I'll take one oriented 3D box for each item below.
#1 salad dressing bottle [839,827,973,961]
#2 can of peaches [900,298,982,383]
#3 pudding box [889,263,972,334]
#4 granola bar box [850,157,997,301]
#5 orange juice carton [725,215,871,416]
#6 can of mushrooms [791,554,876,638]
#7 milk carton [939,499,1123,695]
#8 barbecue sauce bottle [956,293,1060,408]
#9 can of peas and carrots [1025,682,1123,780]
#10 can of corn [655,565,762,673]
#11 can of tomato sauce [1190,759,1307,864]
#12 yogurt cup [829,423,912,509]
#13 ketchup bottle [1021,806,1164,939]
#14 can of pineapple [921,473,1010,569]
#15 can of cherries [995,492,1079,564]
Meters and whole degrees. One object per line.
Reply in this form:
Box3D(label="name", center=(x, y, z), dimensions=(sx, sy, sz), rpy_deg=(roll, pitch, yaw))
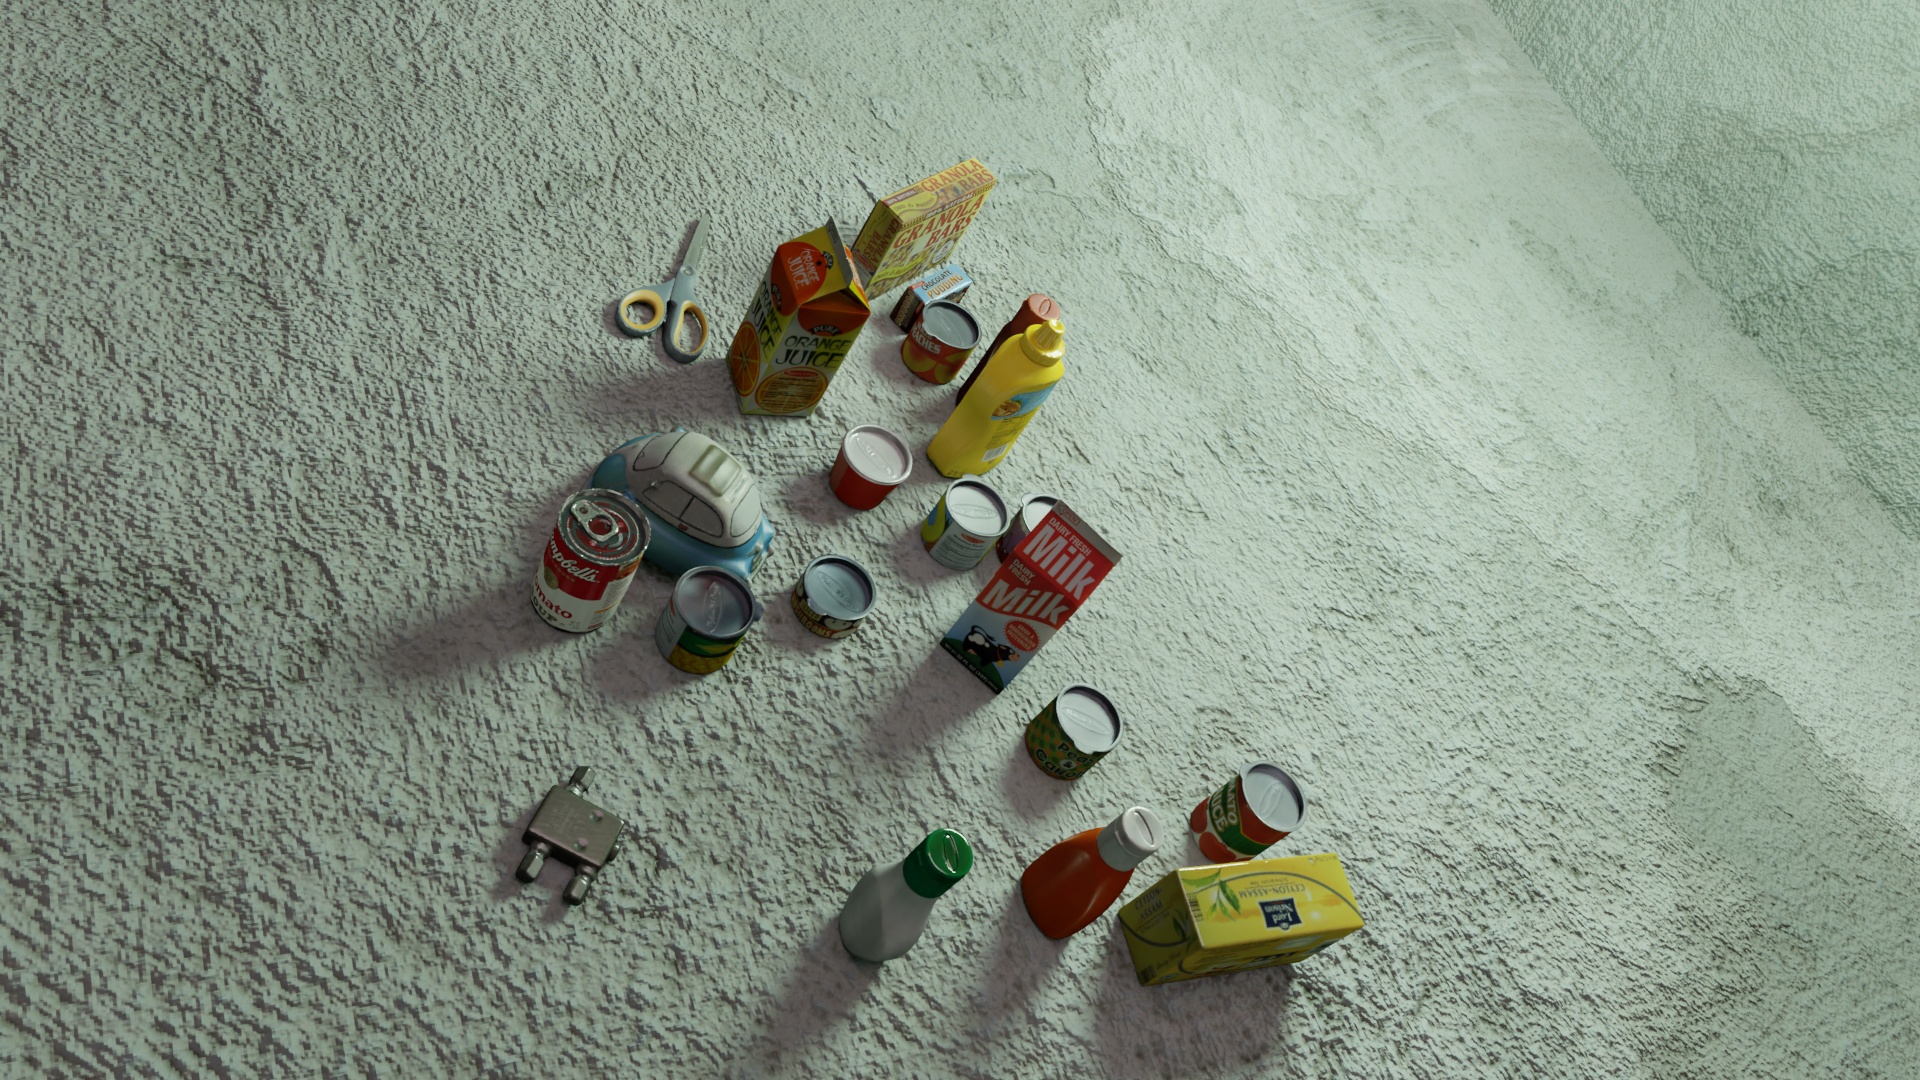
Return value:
Box3D(label="salad dressing bottle", center=(-0.039, 0.250, 0.981), dimensions=(0.044, 0.147, 0.064), rpy_deg=(6, 53, -28))
Box3D(label="can of peaches", center=(-0.022, -0.201, 1.409), dimensions=(0.071, 0.057, 0.071), rpy_deg=(17, 49, -20))
Box3D(label="pudding box", center=(-0.030, -0.253, 1.451), dimensions=(0.030, 0.049, 0.084), rpy_deg=(47, 46, 9))
Box3D(label="granola bar box", center=(-0.047, -0.322, 1.443), dimensions=(0.039, 0.123, 0.166), rpy_deg=(45, 46, 7))
Box3D(label="orange juice carton", center=(-0.140, -0.197, 1.240), dimensions=(0.073, 0.191, 0.072), rpy_deg=(0, 56, -32))
Box3D(label="can of mushrooms", center=(-0.109, 0.049, 1.177), dimensions=(0.071, 0.033, 0.071), rpy_deg=(16, 49, -20))
Box3D(label="milk carton", center=(0.064, 0.043, 1.176), dimensions=(0.072, 0.189, 0.074), rpy_deg=(42, 45, 4))
Box3D(label="barbecue sauce bottle", center=(0.048, -0.182, 1.373), dimensions=(0.043, 0.147, 0.065), rpy_deg=(33, 45, -5))
Box3D(label="can of peas and carrots", center=(0.097, 0.166, 1.191), dimensions=(0.071, 0.058, 0.071), rpy_deg=(17, 49, -20))
Box3D(label="can of corn", center=(-0.199, 0.064, 1.093), dimensions=(0.071, 0.058, 0.071), rpy_deg=(17, 49, -20))
Box3D(label="can of tomato sauce", center=(0.248, 0.238, 1.209), dimensions=(0.071, 0.082, 0.071), rpy_deg=(17, 49, -20))
Box3D(label="yogurt cup", center=(-0.085, -0.065, 1.266), dimensions=(0.072, 0.053, 0.073), rpy_deg=(17, 49, -20))
Box3D(label="ketchup bottle", center=(0.101, 0.251, 1.064), dimensions=(0.044, 0.148, 0.065), rpy_deg=(-6, 59, -35))
Box3D(label="can of pineapple", center=(0.005, -0.016, 1.279), dimensions=(0.071, 0.057, 0.071), rpy_deg=(17, 49, -20))
Box3D(label="can of cherries", center=(0.073, -0.004, 1.311), dimensions=(0.071, 0.058, 0.072), rpy_deg=(17, 49, -20))
